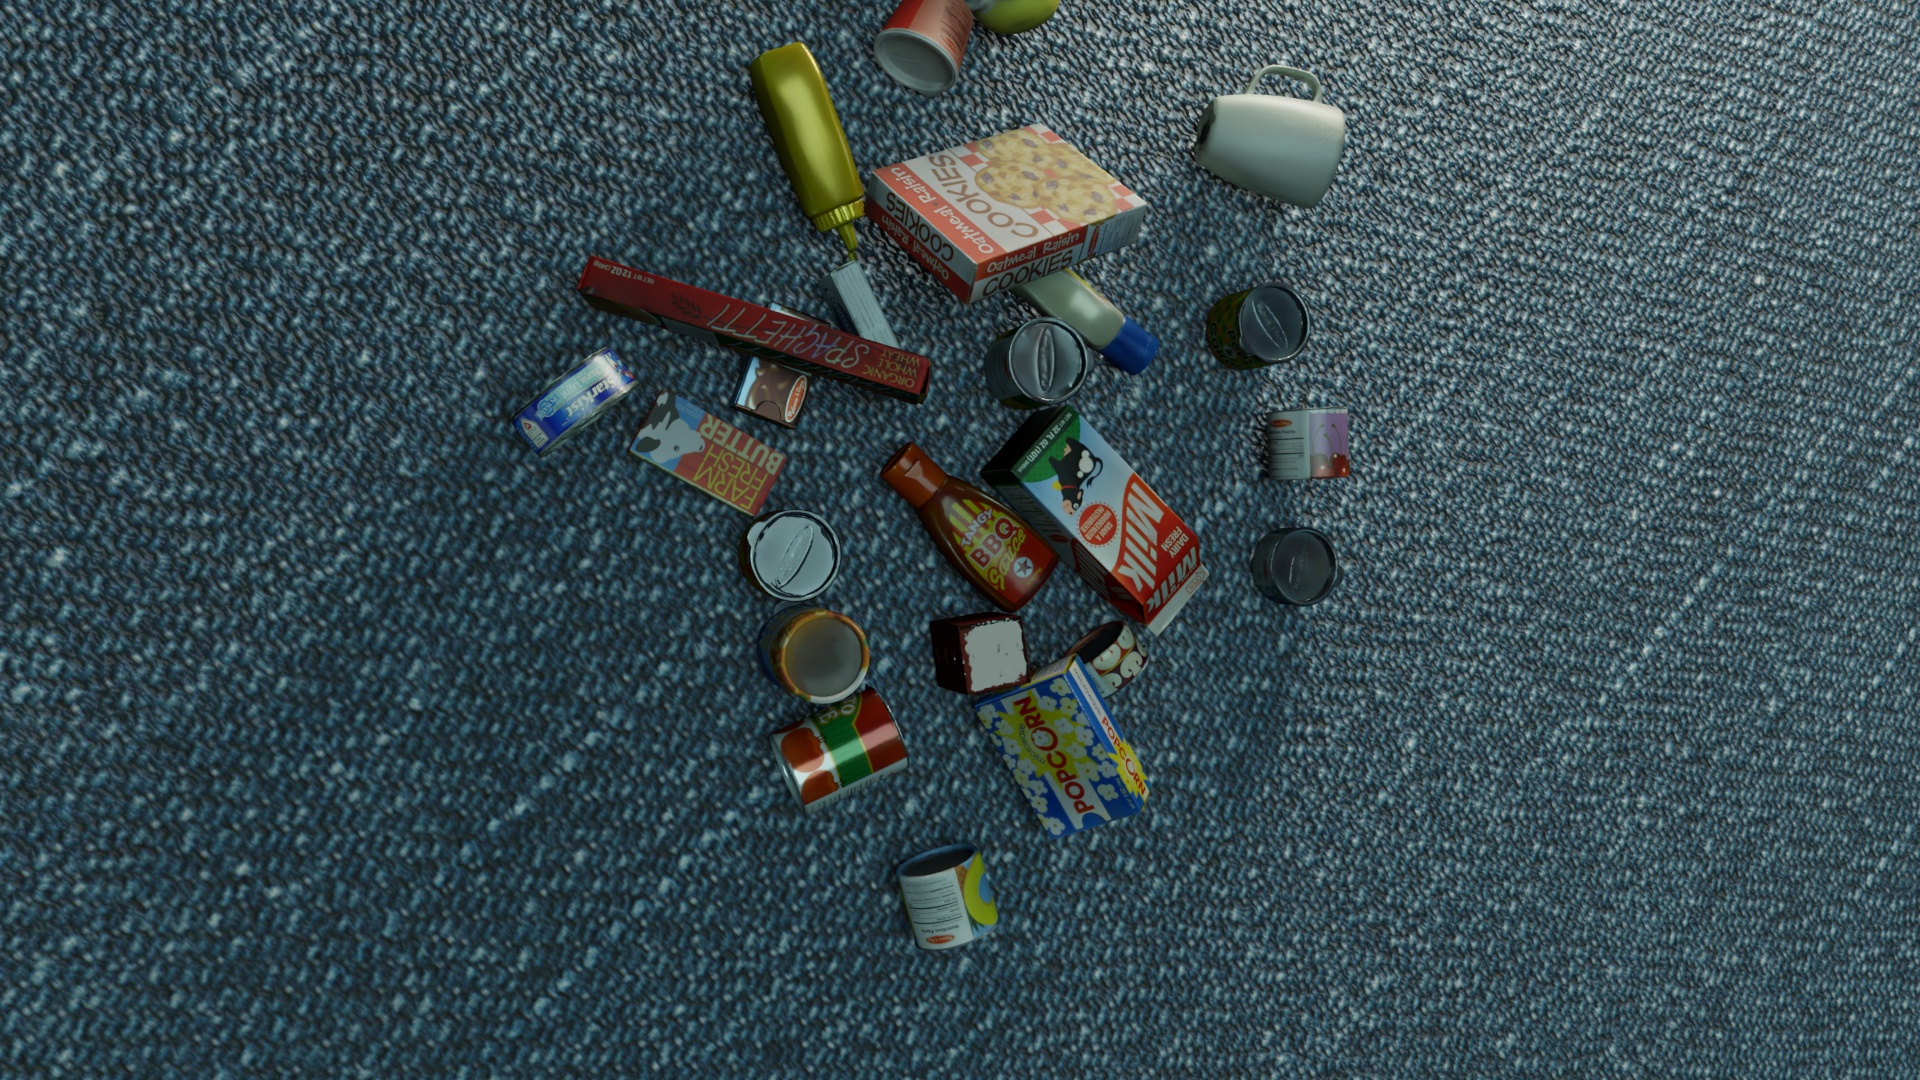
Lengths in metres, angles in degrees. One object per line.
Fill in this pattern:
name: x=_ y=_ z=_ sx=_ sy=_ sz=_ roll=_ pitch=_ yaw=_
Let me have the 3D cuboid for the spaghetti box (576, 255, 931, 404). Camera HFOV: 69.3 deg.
spaghetti box: x=-0.141 y=-0.146 z=0.977 sx=0.250 sy=0.050 sz=0.028 roll=16 pitch=85 yaw=-3

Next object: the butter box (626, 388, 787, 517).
butter box: x=-0.183 y=-0.062 z=1.008 sx=0.103 sy=0.024 sz=0.053 roll=29 pitch=81 yaw=-16

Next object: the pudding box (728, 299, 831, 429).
pudding box: x=-0.133 y=-0.128 z=1.022 sx=0.050 sy=0.030 sz=0.084 roll=20 pitch=84 yaw=-19

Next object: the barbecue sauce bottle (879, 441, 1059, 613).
barbecue sauce bottle: x=0.004 y=-0.013 z=1.061 sx=0.148 sy=0.043 sz=0.065 roll=42 pitch=78 yaw=-14

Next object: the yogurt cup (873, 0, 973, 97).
yogurt cup: x=-0.025 y=-0.379 z=1.044 sx=0.072 sy=0.072 sz=0.054 roll=27 pitch=74 yaw=-17

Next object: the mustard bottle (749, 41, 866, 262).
mustard bottle: x=-0.105 y=-0.279 z=1.018 sx=0.049 sy=0.065 sz=0.160 roll=-24 pitch=104 yaw=-11

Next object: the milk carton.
milk carton: x=0.113 y=-0.013 z=1.082 sx=0.190 sy=0.073 sz=0.072 roll=45 pitch=77 yaw=-14

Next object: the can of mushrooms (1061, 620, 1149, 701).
can of mushrooms: x=0.113 y=0.093 z=1.087 sx=0.071 sy=0.071 sz=0.033 roll=-40 pitch=101 yaw=-15

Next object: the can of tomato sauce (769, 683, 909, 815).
can of tomato sauce: x=-0.090 y=0.152 z=1.017 sx=0.083 sy=0.071 sz=0.071 roll=-24 pitch=97 yaw=-17

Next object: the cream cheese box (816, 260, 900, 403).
cream cheese box: x=-0.069 y=-0.154 z=1.032 sx=0.024 sy=0.053 sz=0.103 roll=-29 pitch=99 yaw=-15

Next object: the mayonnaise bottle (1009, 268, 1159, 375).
mayonnaise bottle: x=0.088 y=-0.184 z=1.083 sx=0.148 sy=0.065 sz=0.041 roll=32 pitch=99 yaw=-20

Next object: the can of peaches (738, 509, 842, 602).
can of peaches: x=-0.127 y=0.009 z=1.009 sx=0.071 sy=0.058 sz=0.071 roll=0 pitch=90 yaw=-18

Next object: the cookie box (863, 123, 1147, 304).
cookie box: x=0.033 y=-0.243 z=1.019 sx=0.168 sy=0.040 sz=0.123 roll=-26 pitch=57 yaw=-32

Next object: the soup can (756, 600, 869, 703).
soup can: x=-0.108 y=0.078 z=1.001 sx=0.071 sy=0.083 sz=0.071 roll=0 pitch=90 yaw=-18

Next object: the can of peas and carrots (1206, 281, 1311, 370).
can of peas and carrots: x=0.241 y=-0.173 z=1.135 sx=0.071 sy=0.058 sz=0.071 roll=0 pitch=90 yaw=-18

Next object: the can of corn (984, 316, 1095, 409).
can of corn: x=0.060 y=-0.136 z=1.073 sx=0.071 sy=0.058 sz=0.071 roll=0 pitch=90 yaw=-19

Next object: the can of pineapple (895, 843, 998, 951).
can of pineapple: x=-0.010 y=0.267 z=1.045 sx=0.071 sy=0.071 sz=0.058 roll=-17 pitch=95 yaw=-18

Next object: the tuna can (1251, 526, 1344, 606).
tuna can: x=0.282 y=0.022 z=1.161 sx=0.071 sy=0.033 sz=0.071 roll=0 pitch=90 yaw=-19

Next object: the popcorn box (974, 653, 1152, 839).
popcorn box: x=0.079 y=0.158 z=1.064 sx=0.126 sy=0.085 sz=0.038 roll=60 pitch=29 yaw=-10

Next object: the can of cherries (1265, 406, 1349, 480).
can of cherries: x=0.289 y=-0.080 z=1.147 sx=0.071 sy=0.071 sz=0.058 roll=-4 pitch=92 yaw=-19
